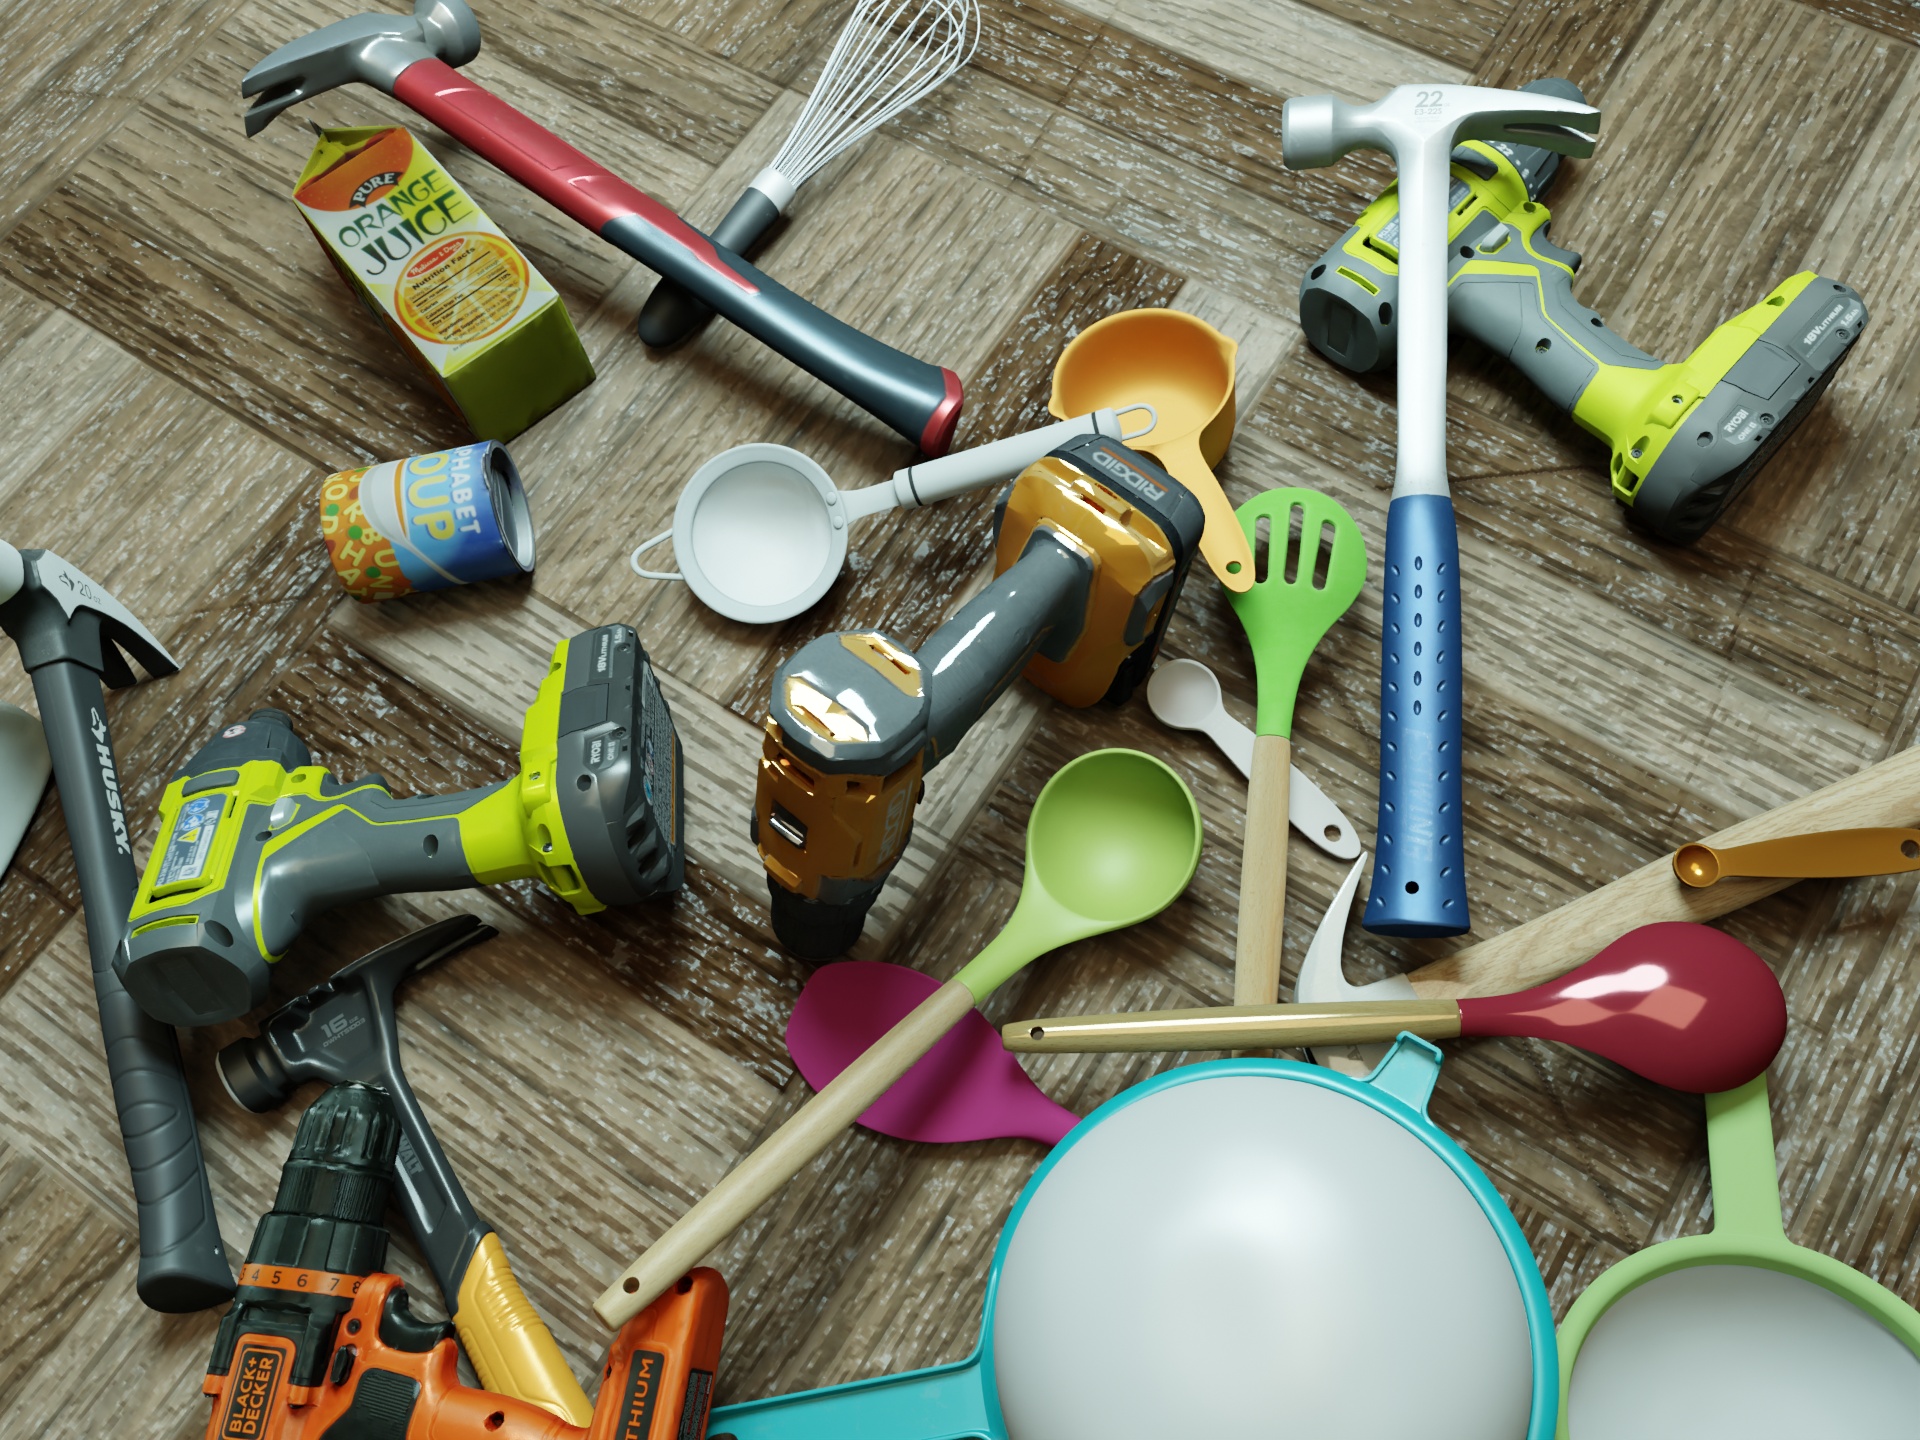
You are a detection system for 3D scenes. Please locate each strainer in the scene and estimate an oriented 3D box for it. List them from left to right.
[{"bbox_3d":[-0.031,-0.106,0.757,0.258,0.050,0.087,-15,89,13],"label":"strainer"},{"bbox_3d":[0.037,0.229,0.566,0.340,0.095,0.211,-15,60,10],"label":"strainer"},{"bbox_3d":[0.300,0.231,0.609,0.151,0.069,0.257,2,50,17],"label":"strainer"}]

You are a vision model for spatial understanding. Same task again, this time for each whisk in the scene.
[{"bbox_3d":[-0.083,-0.311,0.865,0.070,0.070,0.284,33,77,16],"label":"whisk"}]

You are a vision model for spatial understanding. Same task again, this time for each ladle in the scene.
[{"bbox_3d":[-0.017,0.118,0.631,0.078,0.062,0.320,36,56,25],"label":"ladle"},{"bbox_3d":[0.174,0.120,0.643,0.315,0.031,0.069,-4,68,5],"label":"ladle"}]

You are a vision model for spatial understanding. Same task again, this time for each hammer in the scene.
[{"bbox_3d":[-0.365,0.089,0.694,0.035,0.146,0.335,-18,78,-3],"label":"hammer"},{"bbox_3d":[-0.181,0.241,0.648,0.127,0.034,0.337,-32,69,-8],"label":"hammer"},{"bbox_3d":[-0.168,-0.239,0.790,0.386,0.038,0.143,35,51,10],"label":"hammer"},{"bbox_3d":[0.210,-0.107,0.705,0.144,0.035,0.406,1,73,15],"label":"hammer"},{"bbox_3d":[0.297,0.076,0.684,0.331,0.031,0.130,-23,68,-6],"label":"hammer"}]

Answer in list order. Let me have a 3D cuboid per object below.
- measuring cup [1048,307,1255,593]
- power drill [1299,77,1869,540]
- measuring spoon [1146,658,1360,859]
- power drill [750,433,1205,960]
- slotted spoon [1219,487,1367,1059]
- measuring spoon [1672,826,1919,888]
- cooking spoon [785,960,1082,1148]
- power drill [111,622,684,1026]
[{"bbox_3d":[0.104,-0.118,0.759,0.095,0.052,0.174,-20,61,1],"label":"measuring cup"},{"bbox_3d":[0.309,-0.212,0.782,0.229,0.080,0.190,40,76,21],"label":"power drill"},{"bbox_3d":[0.134,0.021,0.732,0.034,0.018,0.124,-42,77,-15],"label":"measuring spoon"},{"bbox_3d":[-0.001,-0.002,0.685,0.084,0.185,0.226,37,55,17],"label":"power drill"},{"bbox_3d":[0.139,0.033,0.704,0.070,0.031,0.314,5,72,8],"label":"slotted spoon"},{"bbox_3d":[0.355,0.058,0.667,0.117,0.011,0.021,-4,68,-2],"label":"measuring spoon"},{"bbox_3d":[0.071,0.185,0.661,0.319,0.017,0.069,23,81,14],"label":"cooking spoon"},{"bbox_3d":[-0.241,0.035,0.703,0.223,0.080,0.171,-13,40,1],"label":"power drill"}]
